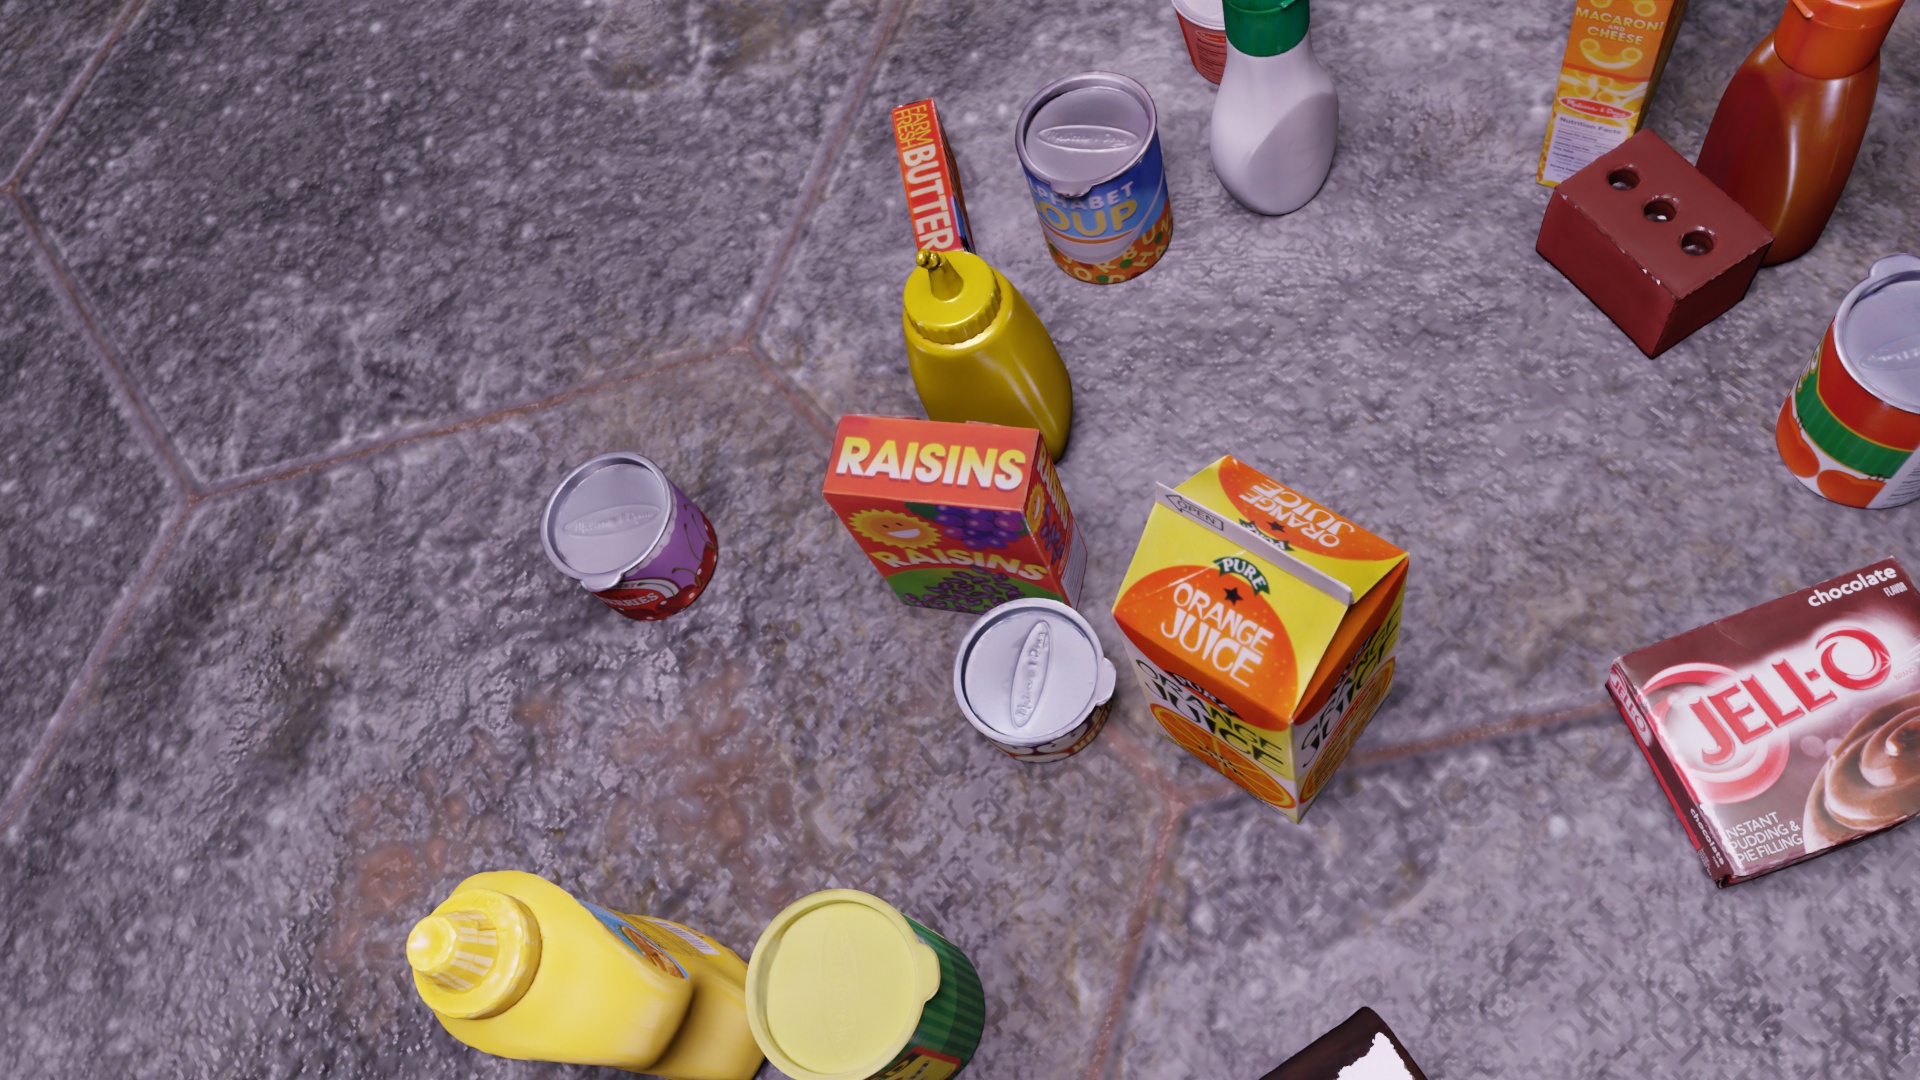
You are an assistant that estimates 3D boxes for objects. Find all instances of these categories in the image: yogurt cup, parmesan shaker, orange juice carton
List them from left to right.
[{"bbox_3d":[-0.030,0.175,0.530,0.071,0.102,0.071,-6,65,12],"label":"parmesan shaker"},{"bbox_3d":[0.144,-0.273,0.717,0.072,0.053,0.072,-6,65,12],"label":"yogurt cup"},{"bbox_3d":[0.111,0.035,0.506,0.072,0.192,0.073,33,78,25],"label":"orange juice carton"}]

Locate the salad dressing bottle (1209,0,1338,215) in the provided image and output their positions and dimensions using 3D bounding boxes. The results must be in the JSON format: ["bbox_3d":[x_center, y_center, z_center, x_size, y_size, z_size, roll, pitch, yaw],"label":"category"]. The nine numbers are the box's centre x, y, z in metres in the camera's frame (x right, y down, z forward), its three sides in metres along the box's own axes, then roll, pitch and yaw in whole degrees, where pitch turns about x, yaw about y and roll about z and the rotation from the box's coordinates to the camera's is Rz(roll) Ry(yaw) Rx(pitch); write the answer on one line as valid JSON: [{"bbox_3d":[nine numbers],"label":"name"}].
[{"bbox_3d":[0.142,-0.210,0.636,0.064,0.147,0.044,-36,63,-3],"label":"salad dressing bottle"}]

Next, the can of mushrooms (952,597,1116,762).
[{"bbox_3d":[0.035,0.062,0.604,0.071,0.033,0.071,-6,65,12],"label":"can of mushrooms"}]

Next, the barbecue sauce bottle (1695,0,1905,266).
[{"bbox_3d":[0.343,-0.178,0.568,0.043,0.148,0.065,-20,63,6],"label":"barbecue sauce bottle"}]

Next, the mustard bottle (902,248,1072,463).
[{"bbox_3d":[0.008,-0.083,0.606,0.065,0.159,0.049,1,67,15],"label":"mustard bottle"}]

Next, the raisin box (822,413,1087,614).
[{"bbox_3d":[0.002,-0.007,0.593,0.086,0.123,0.040,6,68,17],"label":"raisin box"}]

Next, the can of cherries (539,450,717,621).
[{"bbox_3d":[-0.159,0.001,0.668,0.071,0.058,0.072,-6,65,12],"label":"can of cherries"}]

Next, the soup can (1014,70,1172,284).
[{"bbox_3d":[0.066,-0.172,0.674,0.071,0.083,0.071,-6,65,12],"label":"soup can"}]

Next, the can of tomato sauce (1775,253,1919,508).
[{"bbox_3d":[0.366,-0.060,0.545,0.071,0.083,0.071,-6,65,12],"label":"can of tomato sauce"}]

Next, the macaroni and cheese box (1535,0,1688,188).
[{"bbox_3d":[0.297,-0.250,0.603,0.040,0.166,0.124,20,73,22],"label":"macaroni and cheese box"}]

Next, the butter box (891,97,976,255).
[{"bbox_3d":[-0.011,-0.170,0.711,0.024,0.053,0.104,-15,63,8],"label":"butter box"}]
